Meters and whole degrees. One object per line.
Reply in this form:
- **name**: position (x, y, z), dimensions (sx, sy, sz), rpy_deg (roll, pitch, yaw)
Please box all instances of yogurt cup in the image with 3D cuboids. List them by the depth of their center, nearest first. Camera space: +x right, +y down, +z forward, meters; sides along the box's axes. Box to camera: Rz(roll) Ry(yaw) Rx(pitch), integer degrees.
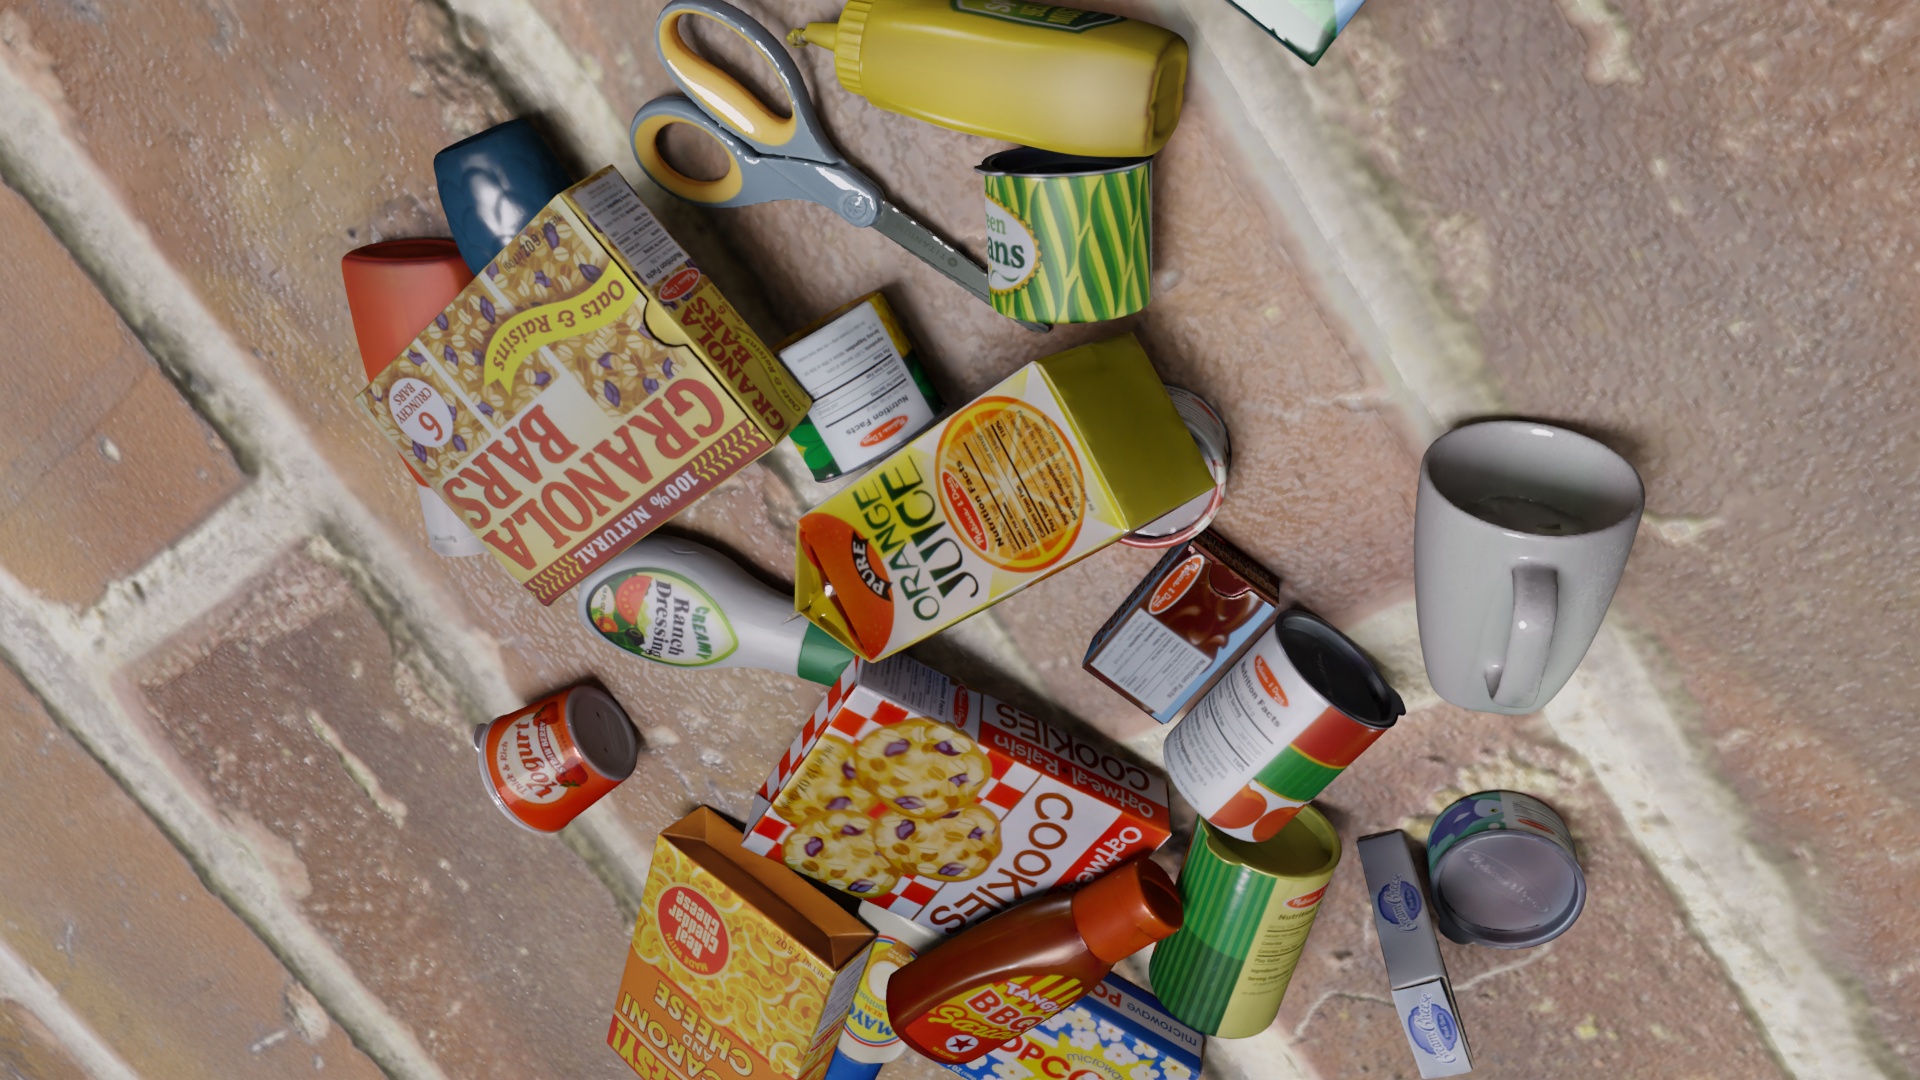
- **yogurt cup**: position (-0.206, 0.111, 0.720), dimensions (0.054, 0.073, 0.072), rpy_deg (-30, 104, 16)

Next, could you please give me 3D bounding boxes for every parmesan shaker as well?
- **parmesan shaker**: position (0.130, 0.176, 0.658), dimensions (0.071, 0.071, 0.102), rpy_deg (16, 118, 7)

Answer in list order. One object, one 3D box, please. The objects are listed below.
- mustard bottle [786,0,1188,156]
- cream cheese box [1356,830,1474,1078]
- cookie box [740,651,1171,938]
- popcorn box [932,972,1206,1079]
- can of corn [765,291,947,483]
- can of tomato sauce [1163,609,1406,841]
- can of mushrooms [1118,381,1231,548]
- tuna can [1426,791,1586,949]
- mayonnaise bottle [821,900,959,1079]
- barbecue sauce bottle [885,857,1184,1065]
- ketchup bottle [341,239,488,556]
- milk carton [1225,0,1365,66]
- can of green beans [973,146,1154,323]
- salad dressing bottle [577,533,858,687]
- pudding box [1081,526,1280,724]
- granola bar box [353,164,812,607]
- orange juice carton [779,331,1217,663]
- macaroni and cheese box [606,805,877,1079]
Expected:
- **mustard bottle**: position (0.004, -0.183, 0.531), dimensions (0.160, 0.065, 0.048), rpy_deg (15, 120, 16)
- **cream cheese box**: position (0.203, 0.183, 0.623), dimensions (0.024, 0.104, 0.053), rpy_deg (-18, 110, 14)
- **cookie box**: position (-0.002, 0.131, 0.667), dimensions (0.167, 0.040, 0.122), rpy_deg (27, 122, -14)
- **popcorn box**: position (0.054, 0.265, 0.737), dimensions (0.127, 0.038, 0.084), rpy_deg (29, 119, 0)
- **can of corn**: position (-0.049, -0.066, 0.598), dimensions (0.071, 0.071, 0.058), rpy_deg (-24, 106, 23)
- **can of tomato sauce**: position (0.142, 0.083, 0.616), dimensions (0.071, 0.071, 0.082), rpy_deg (35, 118, -3)
- **can of mushrooms**: position (0.081, -0.030, 0.597), dimensions (0.071, 0.033, 0.070), rpy_deg (5, 115, 11)
- **tuna can**: position (0.247, 0.152, 0.637), dimensions (0.071, 0.033, 0.070), rpy_deg (6, 115, 12)
- **mayonnaise bottle**: position (-0.041, 0.244, 0.749), dimensions (0.065, 0.041, 0.147), rpy_deg (29, 118, 8)
- **barbecue sauce bottle**: position (0.036, 0.198, 0.657), dimensions (0.148, 0.044, 0.065), rpy_deg (-37, 125, 25)
- **ketchup bottle**: position (-0.247, -0.066, 0.660), dimensions (0.065, 0.044, 0.148), rpy_deg (4, 115, 14)
- **milk carton**: position (0.150, -0.259, 0.452), dimensions (0.073, 0.073, 0.189), rpy_deg (37, 117, -3)
- **can of green beans**: position (0.043, -0.122, 0.546), dimensions (0.071, 0.071, 0.057), rpy_deg (3, 115, 13)
- **salad dressing bottle**: position (-0.108, 0.039, 0.671), dimensions (0.148, 0.044, 0.064), rpy_deg (15, 117, 5)
- **pudding box**: position (0.099, 0.038, 0.625), dimensions (0.049, 0.030, 0.083), rpy_deg (36, 118, -2)
- **granola bar box**: position (-0.162, -0.057, 0.581), dimensions (0.165, 0.039, 0.124), rpy_deg (-31, 106, 34)
- **orange juice carton**: position (0.002, -0.007, 0.582), dimensions (0.192, 0.072, 0.073), rpy_deg (-30, 86, 41)
- **macaroni and cheese box**: position (-0.124, 0.246, 0.753), dimensions (0.124, 0.040, 0.165), rpy_deg (31, 119, 22)
